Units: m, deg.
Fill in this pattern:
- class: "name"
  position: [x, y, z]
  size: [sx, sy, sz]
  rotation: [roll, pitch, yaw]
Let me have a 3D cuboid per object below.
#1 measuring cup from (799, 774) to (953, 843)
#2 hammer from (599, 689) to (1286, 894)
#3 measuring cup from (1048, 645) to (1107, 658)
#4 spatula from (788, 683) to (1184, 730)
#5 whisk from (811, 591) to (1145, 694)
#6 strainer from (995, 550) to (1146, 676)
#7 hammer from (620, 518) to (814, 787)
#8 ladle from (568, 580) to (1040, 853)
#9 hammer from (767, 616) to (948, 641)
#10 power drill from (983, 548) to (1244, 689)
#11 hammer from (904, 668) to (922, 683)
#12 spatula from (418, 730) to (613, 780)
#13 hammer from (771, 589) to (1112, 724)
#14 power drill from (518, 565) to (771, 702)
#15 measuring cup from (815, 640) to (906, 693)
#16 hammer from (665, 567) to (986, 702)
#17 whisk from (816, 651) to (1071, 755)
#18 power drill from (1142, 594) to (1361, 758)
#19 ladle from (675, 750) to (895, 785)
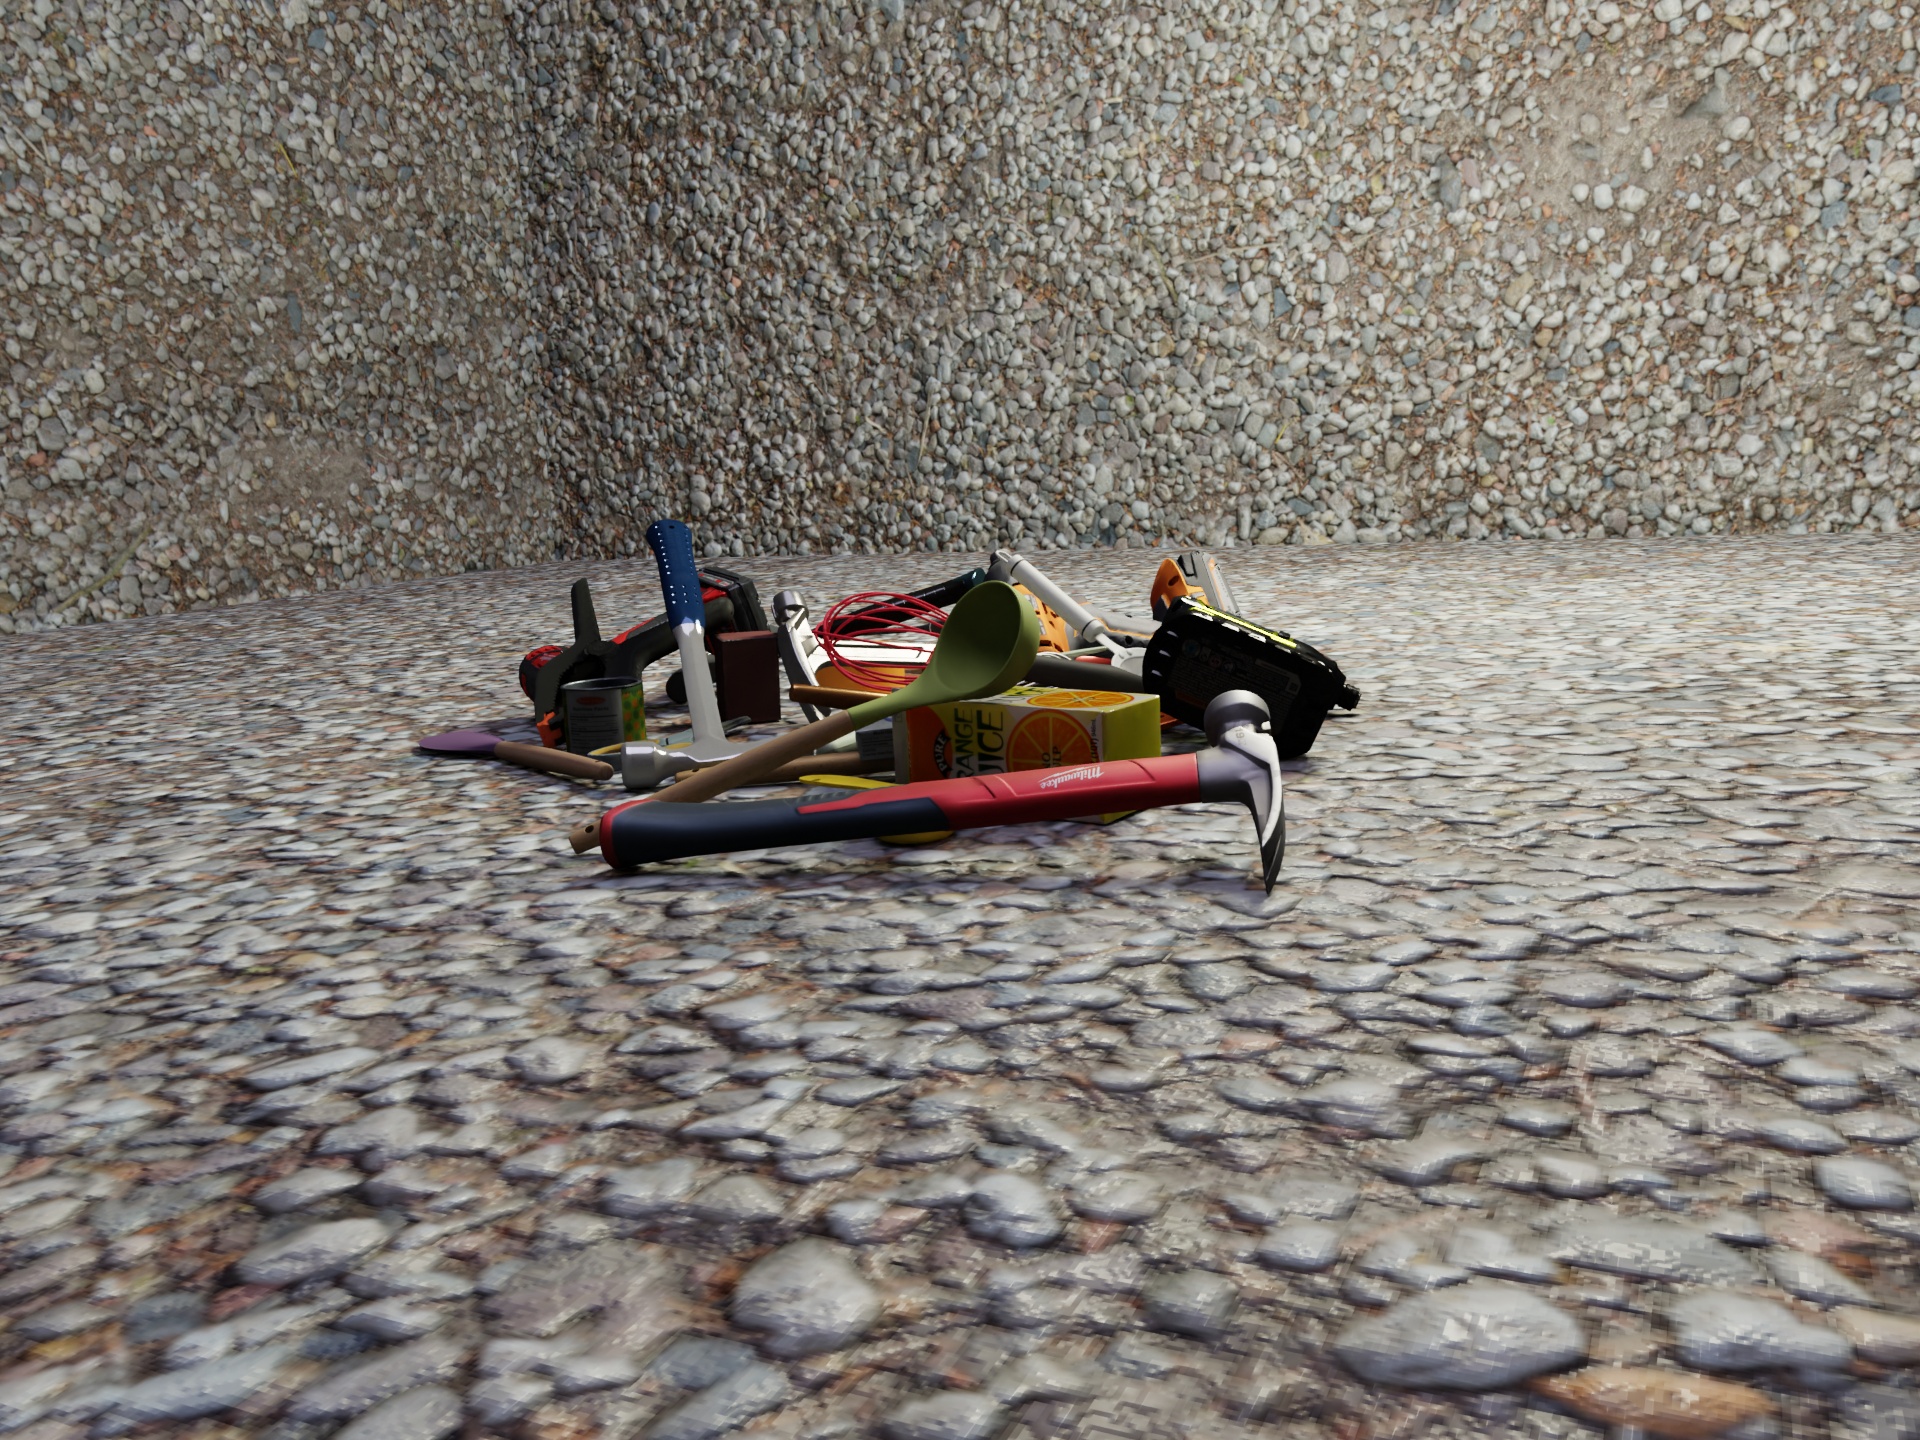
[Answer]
- class: "measuring cup"
  position: [-0.057, 0.054, 1.005]
  size: [0.062, 0.029, 0.157]
  rotation: [-10, 10, -36]
- class: "hammer"
  position: [-0.017, 0.057, 0.884]
  size: [0.386, 0.038, 0.143]
  rotation: [-7, 34, 9]
- class: "measuring cup"
  position: [0.048, -0.030, 1.339]
  size: [0.167, 0.038, 0.083]
  rotation: [-11, 5, 22]
- class: "spatula"
  position: [0.029, -0.011, 1.204]
  size: [0.322, 0.041, 0.081]
  rotation: [7, 6, -20]
- class: "whisk"
  position: [0.025, -0.044, 1.173]
  size: [0.295, 0.073, 0.073]
  rotation: [9, 3, -31]
- class: "strainer"
  position: [0.120, -0.071, 1.367]
  size: [0.259, 0.050, 0.087]
  rotation: [43, 39, 25]
- class: "hammer"
  position: [-0.219, -0.068, 1.322]
  size: [0.144, 0.035, 0.406]
  rotation: [-3, 32, -14]
- class: "ladle"
  position: [-0.096, 0.002, 0.986]
  size: [0.320, 0.062, 0.078]
  rotation: [-25, 42, -9]
- class: "hammer"
  position: [-0.036, -0.099, 1.675]
  size: [0.409, 0.036, 0.149]
  rotation: [-1, 3, 43]
- class: "power drill"
  position: [0.132, -0.098, 1.460]
  size: [0.226, 0.084, 0.164]
  rotation: [-5, 54, -16]
- class: "hammer"
  position: [0.057, -0.066, 1.640]
  size: [0.331, 0.031, 0.130]
  rotation: [-5, 10, -13]
- class: "spatula"
  position: [-0.360, 0.026, 1.278]
  size: [0.059, 0.018, 0.316]
  rotation: [-12, 12, -39]
- class: "hammer"
  position: [0.009, -0.051, 1.452]
  size: [0.359, 0.036, 0.149]
  rotation: [1, 47, -29]
- class: "power drill"
  position: [-0.295, -0.064, 1.492]
  size: [0.219, 0.078, 0.143]
  rotation: [-27, 25, -23]
- class: "measuring cup"
  position: [-0.079, -0.044, 1.491]
  size: [0.095, 0.052, 0.174]
  rotation: [-8, 9, -24]
- class: "hammer"
  position: [-0.129, -0.089, 1.597]
  size: [0.331, 0.033, 0.128]
  rotation: [-18, 10, 3]
- class: "whisk"
  position: [-0.002, -0.004, 1.240]
  size: [0.246, 0.059, 0.058]
  rotation: [-17, -9, -28]
- class: "power drill"
  position: [0.227, -0.038, 1.232]
  size: [0.171, 0.080, 0.223]
  rotation: [23, 13, 10]
- class: "ladle"
  position: [-0.048, 0.028, 1.151]
  size: [0.315, 0.031, 0.069]
  rotation: [-6, 16, -4]
